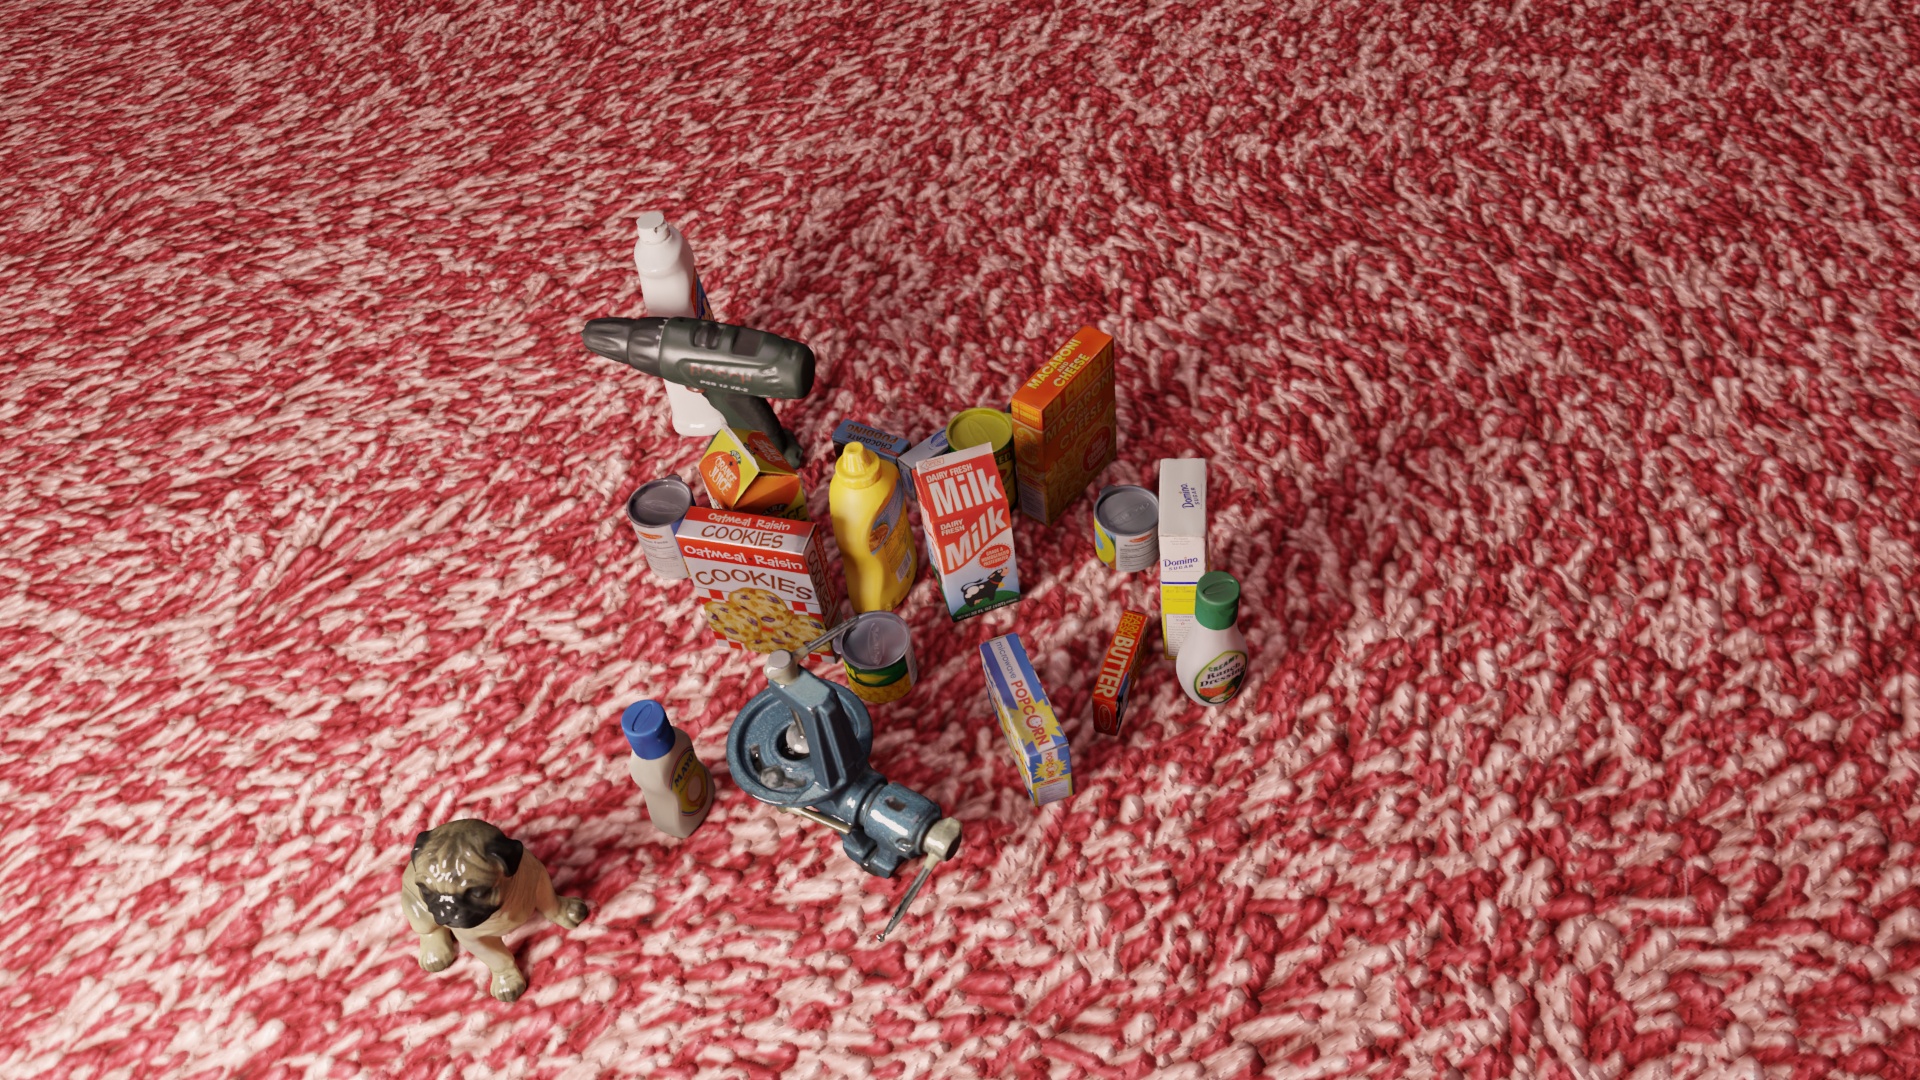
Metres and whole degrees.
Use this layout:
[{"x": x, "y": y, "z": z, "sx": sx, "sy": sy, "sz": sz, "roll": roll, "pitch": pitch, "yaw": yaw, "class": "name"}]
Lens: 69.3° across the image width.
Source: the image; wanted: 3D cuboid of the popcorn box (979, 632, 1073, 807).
[{"x": 0.057, "y": 0.154, "z": 1.203, "sx": 0.038, "sy": 0.084, "sz": 0.127, "roll": -18, "pitch": 50, "yaw": -8, "class": "popcorn box"}]

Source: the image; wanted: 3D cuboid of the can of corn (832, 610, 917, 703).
[{"x": -0.078, "y": 0.108, "z": 1.278, "sx": 0.071, "sy": 0.058, "sz": 0.071, "roll": -4, "pitch": 49, "yaw": 4, "class": "can of corn"}]

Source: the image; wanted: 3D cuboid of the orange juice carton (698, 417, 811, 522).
[{"x": -0.191, "y": -0.030, "z": 1.323, "sx": 0.073, "sy": 0.191, "sz": 0.072, "roll": -29, "pitch": 52, "yaw": -17, "class": "orange juice carton"}]

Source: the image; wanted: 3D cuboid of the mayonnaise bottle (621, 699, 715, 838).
[{"x": -0.248, "y": 0.190, "z": 1.170, "sx": 0.041, "sy": 0.147, "sz": 0.065, "roll": 13, "pitch": 52, "yaw": 18, "class": "mayonnaise bottle"}]

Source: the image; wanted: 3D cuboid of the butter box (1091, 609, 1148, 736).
[{"x": 0.144, "y": 0.118, "z": 1.245, "sx": 0.024, "sy": 0.052, "sz": 0.104, "roll": 13, "pitch": 52, "yaw": 18, "class": "butter box"}]

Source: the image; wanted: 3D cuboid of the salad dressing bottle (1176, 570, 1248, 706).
[{"x": 0.219, "y": 0.085, "z": 1.200, "sx": 0.064, "sy": 0.146, "sz": 0.044, "roll": -20, "pitch": 50, "yaw": -10, "class": "salad dressing bottle"}]

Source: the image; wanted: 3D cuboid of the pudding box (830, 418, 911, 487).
[{"x": -0.092, "y": -0.091, "z": 1.457, "sx": 0.084, "sy": 0.049, "sz": 0.030, "roll": 20, "pitch": 55, "yaw": 23, "class": "pudding box"}]

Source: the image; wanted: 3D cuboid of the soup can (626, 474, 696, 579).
[{"x": -0.290, "y": -0.013, "z": 1.392, "sx": 0.071, "sy": 0.083, "sz": 0.072, "roll": -4, "pitch": 49, "yaw": 4, "class": "soup can"}]

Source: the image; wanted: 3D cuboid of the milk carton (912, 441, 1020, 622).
[{"x": 0.005, "y": -0.016, "z": 1.287, "sx": 0.072, "sy": 0.189, "sz": 0.074, "roll": -17, "pitch": 50, "yaw": -7, "class": "milk carton"}]

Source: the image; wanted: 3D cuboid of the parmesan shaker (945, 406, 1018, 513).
[{"x": 0.026, "y": -0.075, "z": 1.393, "sx": 0.071, "sy": 0.102, "sz": 0.072, "roll": -4, "pitch": 49, "yaw": 4, "class": "parmesan shaker"}]

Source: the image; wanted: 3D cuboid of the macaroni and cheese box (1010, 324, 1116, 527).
[{"x": 0.104, "y": -0.112, "z": 1.373, "sx": 0.040, "sy": 0.165, "sz": 0.124, "roll": 28, "pitch": 58, "yaw": 27, "class": "macaroni and cheese box"}]

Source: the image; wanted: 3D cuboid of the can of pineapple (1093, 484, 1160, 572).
[{"x": 0.163, "y": -0.013, "z": 1.351, "sx": 0.071, "sy": 0.057, "sz": 0.071, "roll": -4, "pitch": 49, "yaw": 4, "class": "can of pineapple"}]

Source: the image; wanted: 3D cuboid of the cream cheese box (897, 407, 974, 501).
[{"x": -0.016, "y": -0.089, "z": 1.443, "sx": 0.104, "sy": 0.053, "sz": 0.024, "roll": -36, "pitch": 54, "yaw": -22, "class": "cream cheese box"}]

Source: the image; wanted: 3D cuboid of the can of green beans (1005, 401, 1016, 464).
[{"x": 0.082, "y": -0.114, "z": 1.449, "sx": 0.071, "sy": 0.057, "sz": 0.071, "roll": -4, "pitch": 49, "yaw": 4, "class": "can of green beans"}]

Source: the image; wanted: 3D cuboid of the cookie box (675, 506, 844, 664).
[{"x": -0.179, "y": 0.042, "z": 1.276, "sx": 0.123, "sy": 0.166, "sz": 0.040, "roll": 7, "pitch": 51, "yaw": 14, "class": "cookie box"}]
